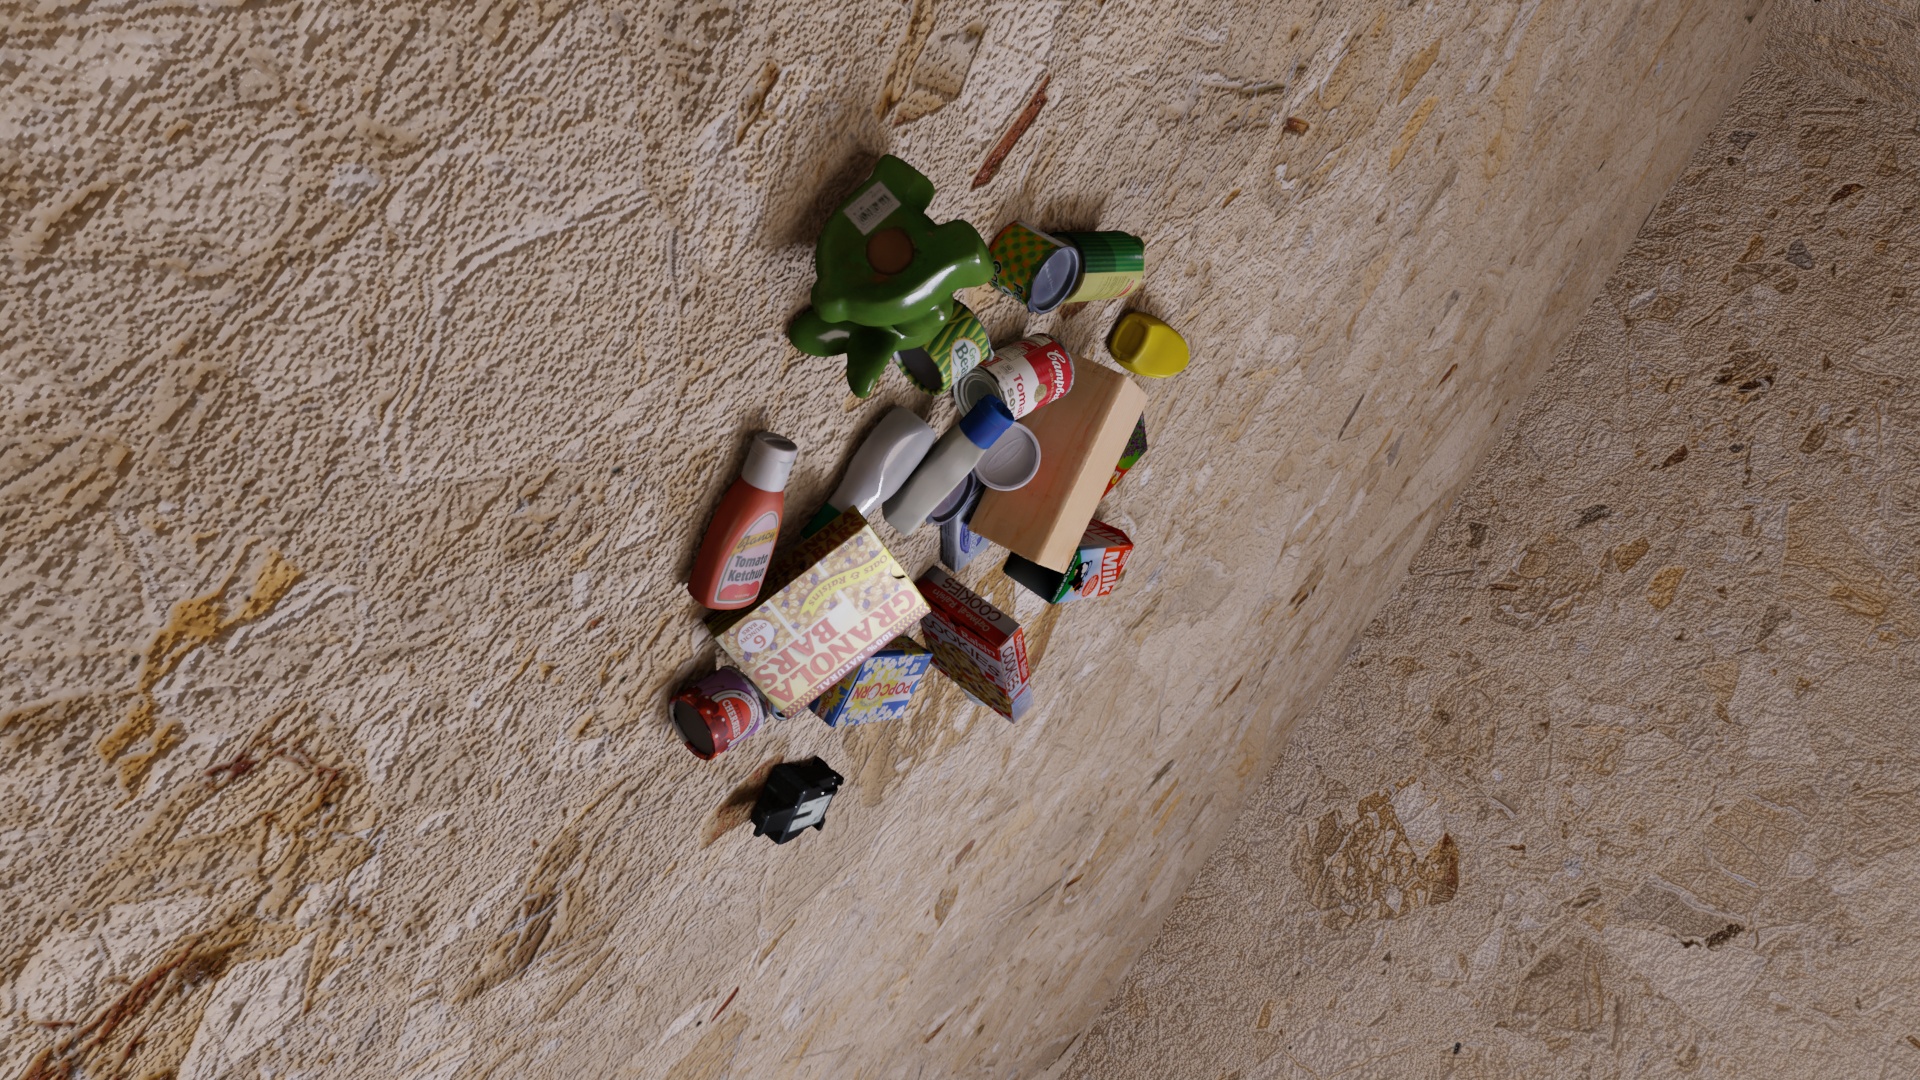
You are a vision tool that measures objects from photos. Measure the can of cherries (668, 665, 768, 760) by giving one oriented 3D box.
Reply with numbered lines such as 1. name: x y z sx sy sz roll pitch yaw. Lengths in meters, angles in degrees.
1. can of cherries: -0.214 0.153 1.227 0.059 0.071 0.071 -30 143 -38

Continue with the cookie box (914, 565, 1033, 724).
1. cookie box: 0.015 0.114 1.494 0.040 0.123 0.166 -45 151 -22

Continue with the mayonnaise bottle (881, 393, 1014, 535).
1. mayonnaise bottle: -0.012 -0.071 1.278 0.147 0.041 0.065 -45 -164 21

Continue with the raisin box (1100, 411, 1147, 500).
1. raisin box: 0.161 -0.094 1.592 0.124 0.040 0.085 -46 152 -17

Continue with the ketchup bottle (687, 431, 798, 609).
1. ketchup bottle: -0.174 -0.016 1.137 0.065 0.043 0.148 -6 124 -53

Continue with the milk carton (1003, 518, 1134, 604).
1. milk carton: 0.140 0.021 1.646 0.191 0.073 0.072 -6 125 -56

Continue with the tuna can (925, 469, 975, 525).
1. tuna can: -0.021 -0.049 1.358 0.071 0.033 0.070 -38 148 -30

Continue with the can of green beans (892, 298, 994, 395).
1. can of green beans: -0.018 -0.167 1.198 0.058 0.071 0.071 -42 150 -24

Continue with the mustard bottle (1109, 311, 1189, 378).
1. mustard bottle: 0.219 -0.211 1.548 0.160 0.049 0.065 8 114 -61

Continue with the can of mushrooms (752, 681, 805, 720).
1. can of mushrooms: -0.164 0.136 1.329 0.071 0.033 0.070 -38 147 -30

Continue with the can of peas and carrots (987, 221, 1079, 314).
1. can of peas and carrots: 0.062 -0.244 1.251 0.071 0.059 0.070 -38 148 -29

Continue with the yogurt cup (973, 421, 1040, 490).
1. yogurt cup: 0.043 -0.082 1.357 0.072 0.072 0.054 -55 180 -1

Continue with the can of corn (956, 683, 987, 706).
1. can of corn: 0.027 0.152 1.620 0.071 0.071 0.058 -50 153 -11

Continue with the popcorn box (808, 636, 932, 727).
1. popcorn box: -0.093 0.146 1.450 0.127 0.038 0.085 4 116 -59

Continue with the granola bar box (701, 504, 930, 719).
1. granola bar box: -0.124 0.065 1.227 0.166 0.039 0.123 -37 129 -5

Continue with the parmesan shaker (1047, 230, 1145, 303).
1. parmesan shaker: 0.121 -0.262 1.315 0.103 0.071 0.071 -15 133 -50

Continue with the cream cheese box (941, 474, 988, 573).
1. cream cheese box: 0.005 -0.018 1.442 0.053 0.024 0.103 -40 149 -31

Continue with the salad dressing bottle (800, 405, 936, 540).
1. salad dressing bottle: -0.084 -0.051 1.245 0.148 0.044 0.064 -51 155 -6
